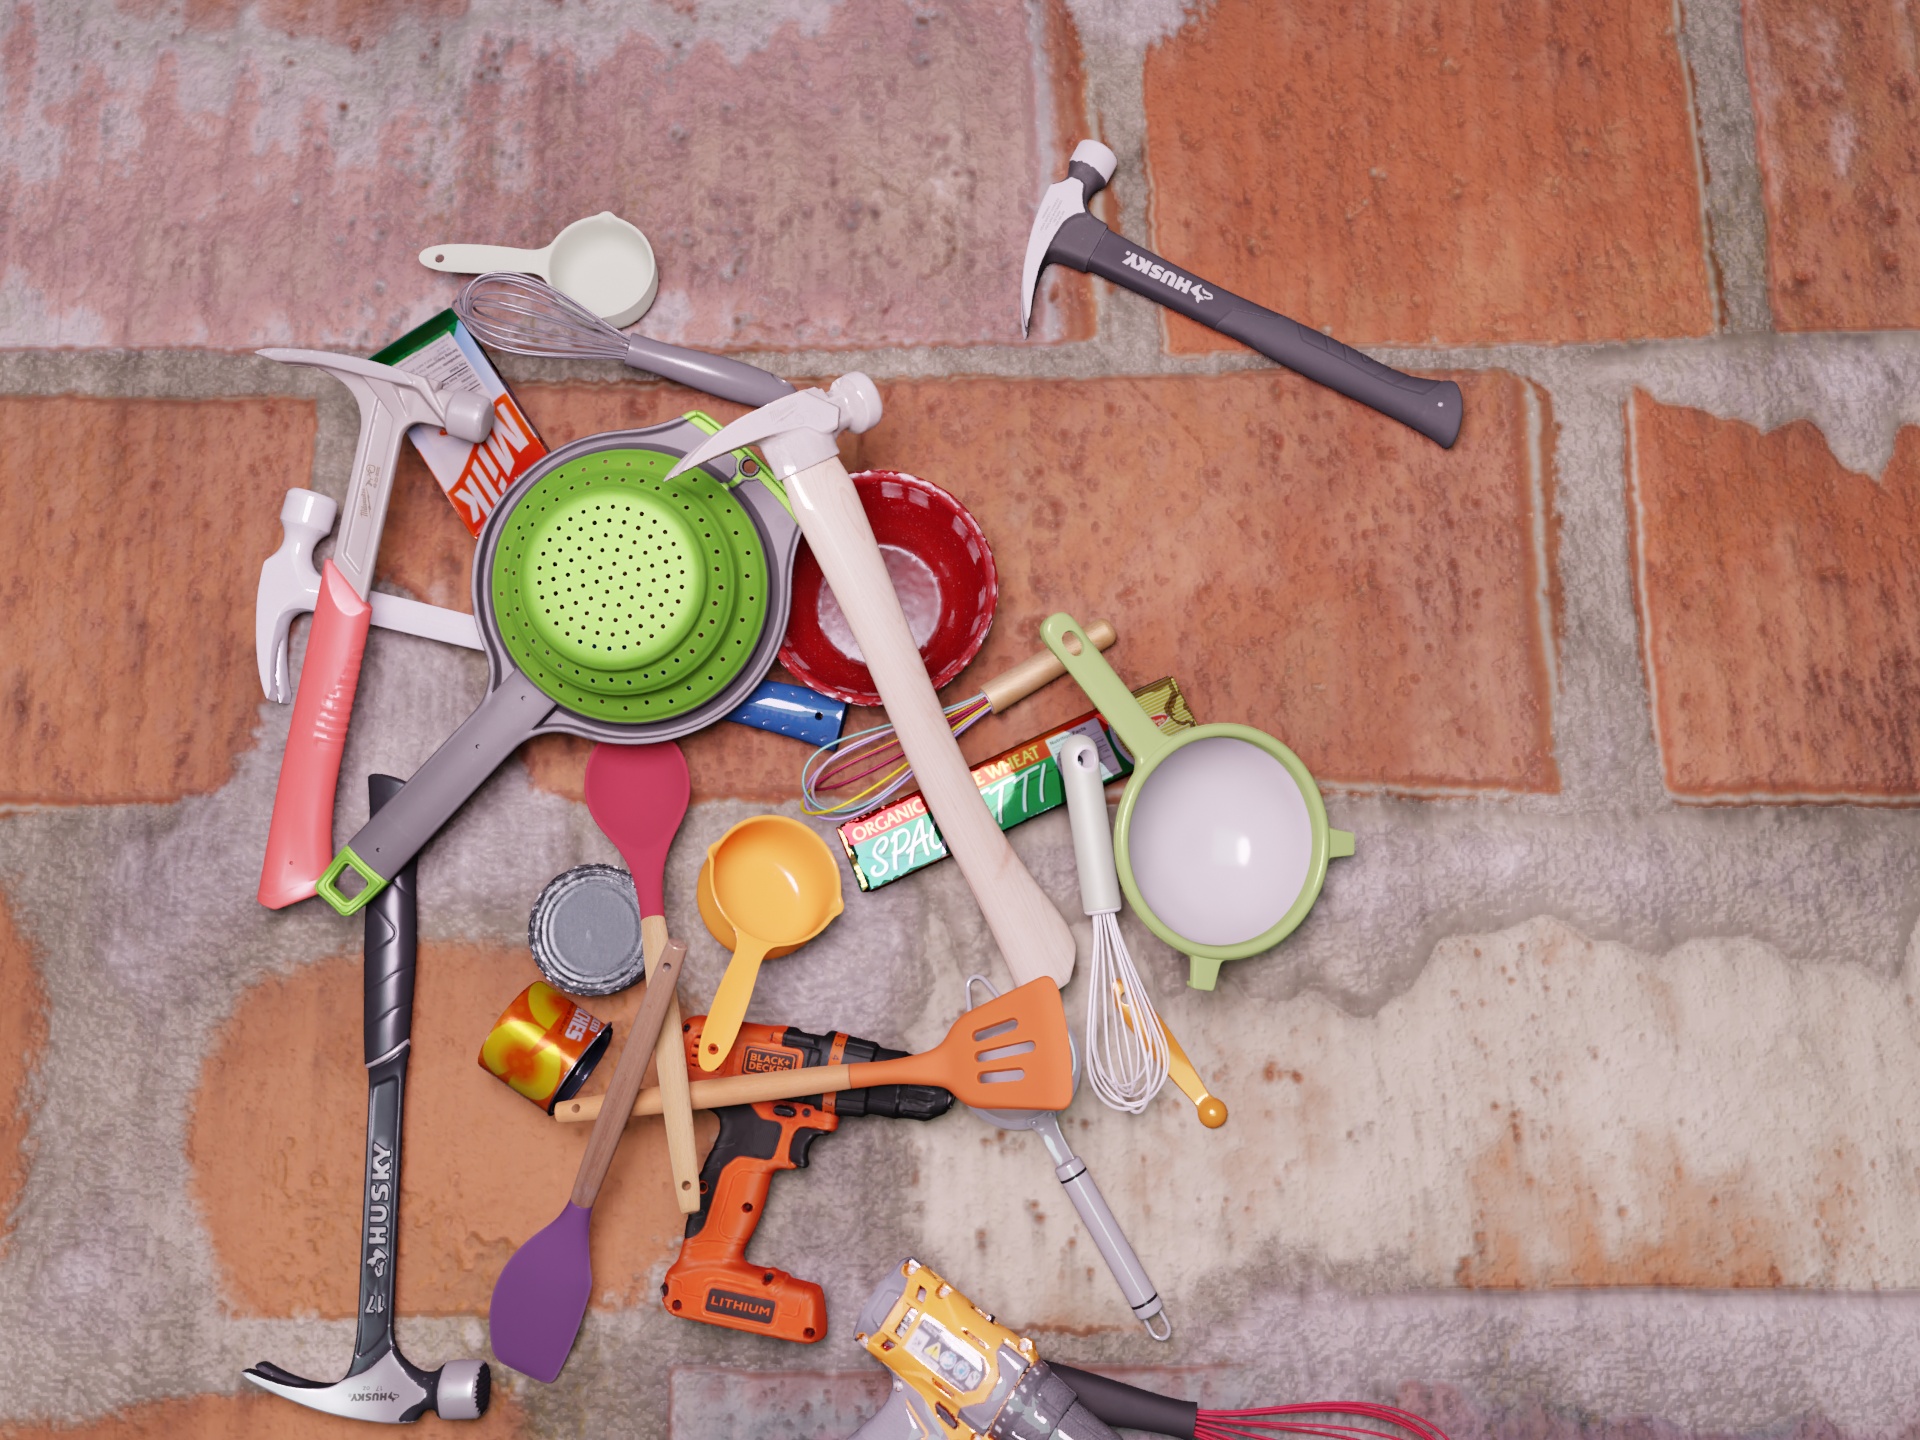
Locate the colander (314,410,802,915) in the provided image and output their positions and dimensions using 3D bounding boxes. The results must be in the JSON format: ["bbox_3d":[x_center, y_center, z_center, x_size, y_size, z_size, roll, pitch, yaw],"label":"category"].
[{"bbox_3d":[-0.266,-0.026,0.989,0.204,0.094,0.397,43,89,-2],"label":"colander"}]

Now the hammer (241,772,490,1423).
[{"bbox_3d":[-0.376,0.237,1.030,0.149,0.036,0.409,-2,79,1],"label":"hammer"}]

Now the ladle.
[{"bbox_3d":[-0.189,0.149,1.000,0.069,0.031,0.316,-11,66,-3],"label":"ladle"}]

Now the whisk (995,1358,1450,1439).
[{"bbox_3d":[0.164,0.440,0.984,0.296,0.073,0.073,10,80,8],"label":"whisk"}]

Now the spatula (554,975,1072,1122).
[{"bbox_3d":[-0.093,0.219,0.974,0.322,0.041,0.081,-8,68,3],"label":"spatula"}]

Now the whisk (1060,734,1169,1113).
[{"bbox_3d":[0.093,0.131,1.029,0.057,0.059,0.246,-6,84,-20],"label":"whisk"}]

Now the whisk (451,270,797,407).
[{"bbox_3d":[-0.227,-0.255,1.092,0.239,0.055,0.055,14,80,-16],"label":"whisk"}]

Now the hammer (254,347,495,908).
[{"bbox_3d":[-0.414,-0.055,1.033,0.149,0.037,0.359,14,95,-1],"label":"hammer"}]

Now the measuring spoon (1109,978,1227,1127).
[{"bbox_3d":[0.136,0.218,1.044,0.021,0.011,0.117,-36,82,-6],"label":"measuring spoon"}]

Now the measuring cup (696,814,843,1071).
[{"bbox_3d":[-0.138,0.146,1.010,0.095,0.052,0.174,26,59,-13],"label":"measuring cup"}]

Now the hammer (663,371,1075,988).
[{"bbox_3d":[-0.037,-0.005,0.996,0.146,0.038,0.410,-30,100,-31],"label":"hammer"}]

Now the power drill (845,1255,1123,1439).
[{"bbox_3d":[-0.022,0.468,0.951,0.185,0.084,0.226,31,79,19],"label":"power drill"}]

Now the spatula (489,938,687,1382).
[{"bbox_3d":[-0.226,0.272,0.976,0.060,0.018,0.316,24,104,4],"label":"spatula"}]

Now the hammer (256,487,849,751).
[{"bbox_3d":[-0.277,-0.041,1.075,0.405,0.035,0.144,14,86,1],"label":"hammer"}]

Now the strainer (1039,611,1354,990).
[{"bbox_3d":[0.126,0.037,1.029,0.151,0.069,0.256,-41,98,-16],"label":"strainer"}]

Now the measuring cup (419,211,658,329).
[{"bbox_3d":[-0.297,-0.317,1.128,0.167,0.038,0.083,4,80,3],"label":"measuring cup"}]

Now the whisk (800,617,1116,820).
[{"bbox_3d":[-0.003,-0.004,1.072,0.245,0.047,0.051,-31,88,-10],"label":"whisk"}]

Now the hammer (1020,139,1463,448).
[{"bbox_3d":[0.199,-0.277,1.122,0.335,0.035,0.146,27,80,4],"label":"hammer"}]

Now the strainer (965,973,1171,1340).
[{"bbox_3d":[0.067,0.281,1.020,0.087,0.050,0.258,-31,84,10],"label":"strainer"}]
